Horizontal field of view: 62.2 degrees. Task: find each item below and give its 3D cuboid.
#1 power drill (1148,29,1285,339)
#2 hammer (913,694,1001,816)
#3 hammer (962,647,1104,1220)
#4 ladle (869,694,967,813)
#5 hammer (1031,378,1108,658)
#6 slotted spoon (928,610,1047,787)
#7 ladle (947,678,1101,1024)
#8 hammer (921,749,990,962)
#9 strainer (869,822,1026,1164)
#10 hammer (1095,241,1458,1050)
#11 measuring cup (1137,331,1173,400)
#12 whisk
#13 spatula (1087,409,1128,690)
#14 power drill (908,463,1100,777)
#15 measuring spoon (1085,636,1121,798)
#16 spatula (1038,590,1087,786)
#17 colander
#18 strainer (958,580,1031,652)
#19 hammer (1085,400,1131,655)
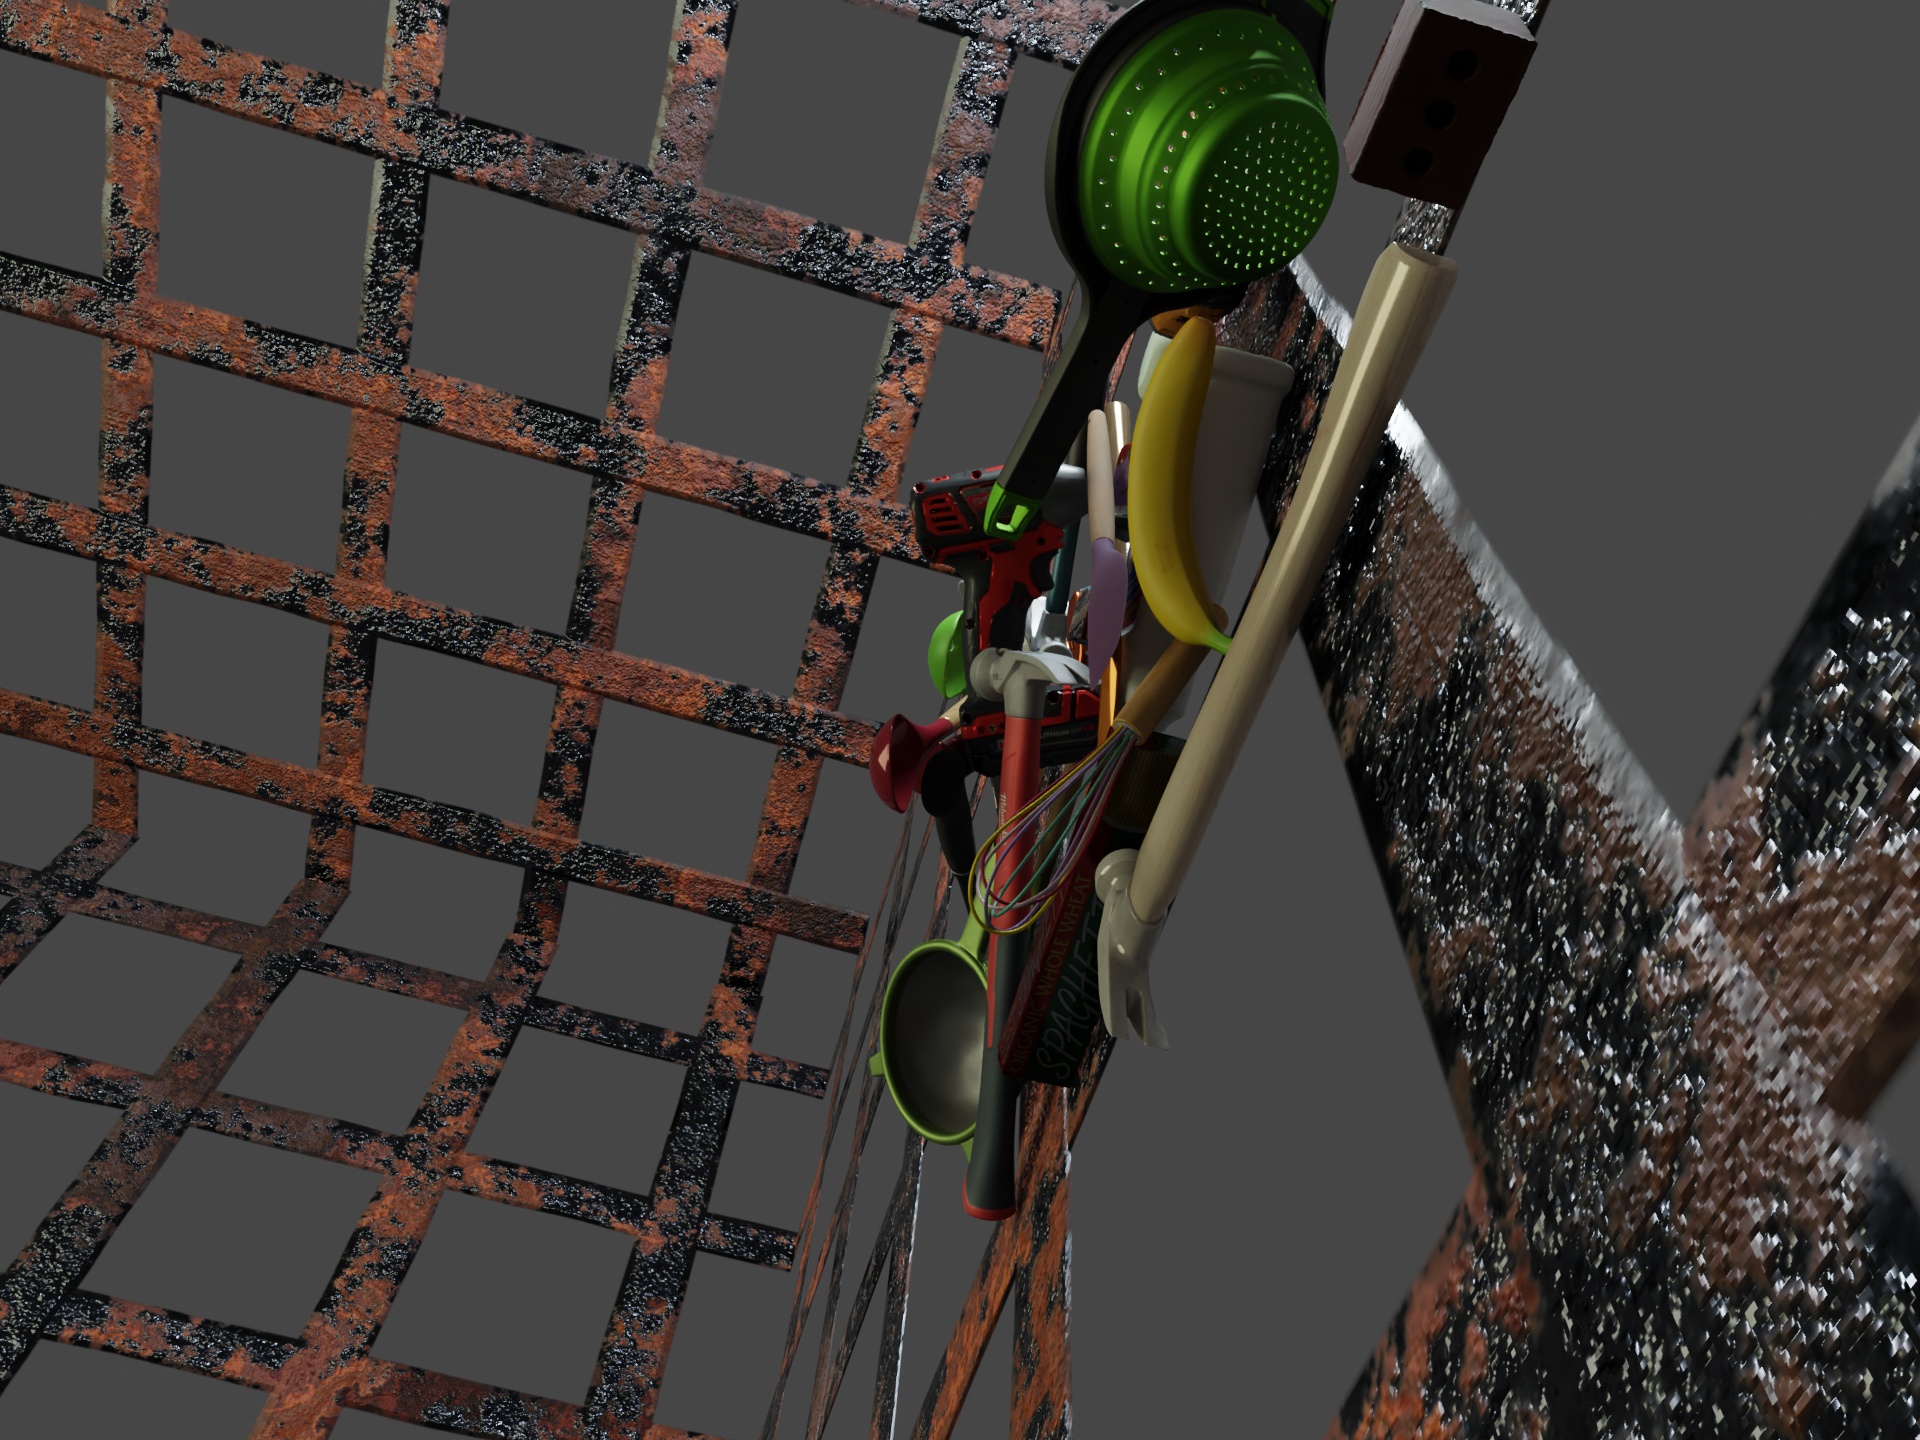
[{"bbox_3d":[0.196,-0.405,1.163,0.185,0.084,0.226,-161,82,-84],"label":"power drill"},{"bbox_3d":[0.007,0.038,1.379,0.359,0.036,0.149,-26,-79,-80],"label":"hammer"},{"bbox_3d":[0.039,0.147,1.060,0.143,0.038,0.386,-166,79,-68],"label":"hammer"},{"bbox_3d":[-0.002,-0.004,1.213,0.315,0.031,0.069,-38,-54,-62],"label":"ladle"},{"bbox_3d":[0.099,-0.205,1.349,0.128,0.033,0.331,-106,25,-82],"label":"hammer"},{"bbox_3d":[0.028,-0.005,1.356,0.313,0.031,0.070,53,-132,-60],"label":"slotted spoon"},{"bbox_3d":[0.061,0.096,1.278,0.078,0.062,0.320,38,-111,-88],"label":"ladle"},{"bbox_3d":[0.006,0.116,1.283,0.408,0.036,0.149,79,-153,-65],"label":"hammer"},{"bbox_3d":[0.022,0.191,1.189,0.152,0.069,0.256,30,108,48],"label":"strainer"},{"bbox_3d":[0.145,-0.027,0.779,0.146,0.038,0.410,-85,12,-59],"label":"hammer"},{"bbox_3d":[0.163,-0.277,1.358,0.167,0.038,0.083,115,169,-61],"label":"measuring cup"},{"bbox_3d":[0.081,0.020,0.888,0.245,0.047,0.051,-51,-6,-24],"label":"whisk"},{"bbox_3d":[0.094,-0.129,1.046,0.316,0.018,0.059,-86,17,-53],"label":"spatula"},{"bbox_3d":[0.050,-0.078,1.154,0.078,0.143,0.219,-62,-38,-86],"label":"power drill"},{"bbox_3d":[0.086,-0.003,0.973,0.021,0.011,0.117,-178,93,-66],"label":"measuring spoon"},{"bbox_3d":[0.069,0.006,1.379,0.323,0.041,0.081,-64,-5,-49],"label":"spatula"},{"bbox_3d":[0.126,-0.269,1.002,0.095,0.204,0.397,53,124,44],"label":"colander"},{"bbox_3d":[0.041,-0.057,1.413,0.050,0.087,0.258,-41,-27,-19],"label":"strainer"},{"bbox_3d":[0.132,-0.165,1.297,0.332,0.031,0.130,-87,11,-51],"label":"hammer"}]
